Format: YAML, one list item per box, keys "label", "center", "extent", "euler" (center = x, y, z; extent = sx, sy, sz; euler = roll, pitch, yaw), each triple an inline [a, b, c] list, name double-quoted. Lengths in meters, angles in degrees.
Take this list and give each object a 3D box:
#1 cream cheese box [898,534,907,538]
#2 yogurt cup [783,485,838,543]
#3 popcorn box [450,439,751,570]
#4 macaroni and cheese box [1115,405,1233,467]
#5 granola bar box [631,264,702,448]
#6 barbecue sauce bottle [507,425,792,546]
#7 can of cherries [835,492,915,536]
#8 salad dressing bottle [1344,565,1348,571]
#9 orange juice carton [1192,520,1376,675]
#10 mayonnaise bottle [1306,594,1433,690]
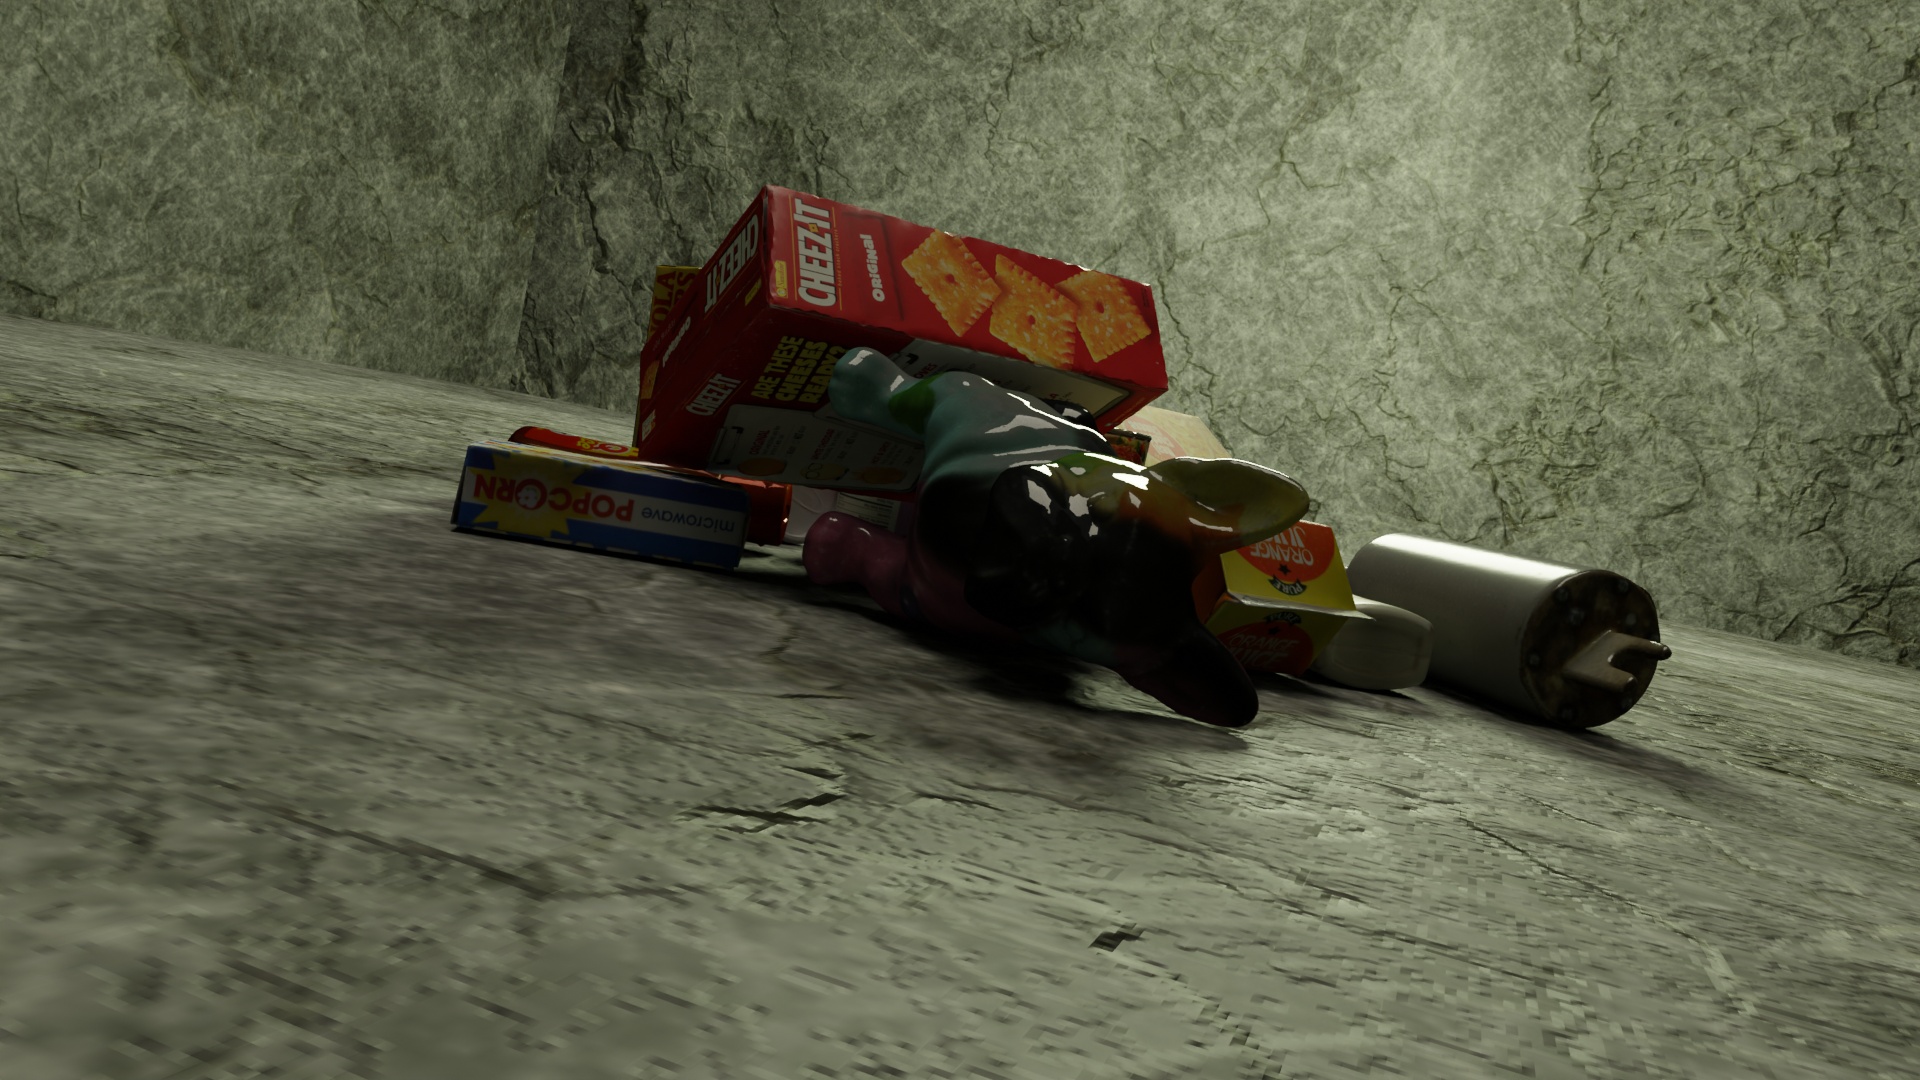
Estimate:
- label: "cream cheese box"
  center: [-0.014, 0.013, 0.719]
  extent: [0.053, 0.024, 0.104]
  euler: [12, 4, 30]
- label: "yogurt cup"
  center: [-0.111, -0.033, 0.847]
  extent: [0.072, 0.072, 0.054]
  euler: [8, -3, -40]
- label: "popcorn box"
  center: [-0.165, -0.018, 0.653]
  extent: [0.127, 0.038, 0.085]
  euler: [10, 4, -13]
- label: "macaroni and cheese box"
  center: [0.151, -0.018, 0.886]
  extent: [0.124, 0.040, 0.167]
  euler: [5, 42, -44]
- label: "granola bar box"
  center: [-0.194, -0.115, 1.048]
  extent: [0.039, 0.165, 0.124]
  euler: [9, 3, 18]
- label: "barbecue sauce bottle"
  center: [-0.168, -0.027, 0.753]
  extent: [0.149, 0.043, 0.065]
  euler: [11, 3, -1]
- label: "can of cherries"
  center: [-0.040, -0.016, 0.816]
  extent: [0.071, 0.058, 0.071]
  euler: [10, 4, -1]
- label: "salad dressing bottle"
  center: [0.297, 0.043, 0.994]
  extent: [0.064, 0.044, 0.148]
  euler: [18, 8, 36]
- label: "orange juice carton"
  center: [0.110, 0.016, 0.668]
  extent: [0.072, 0.073, 0.193]
  euler: [9, 5, -24]
- label: "mayonnaise bottle"
  center: [0.179, 0.042, 0.710]
  extent: [0.065, 0.041, 0.148]
  euler: [8, 5, -11]
